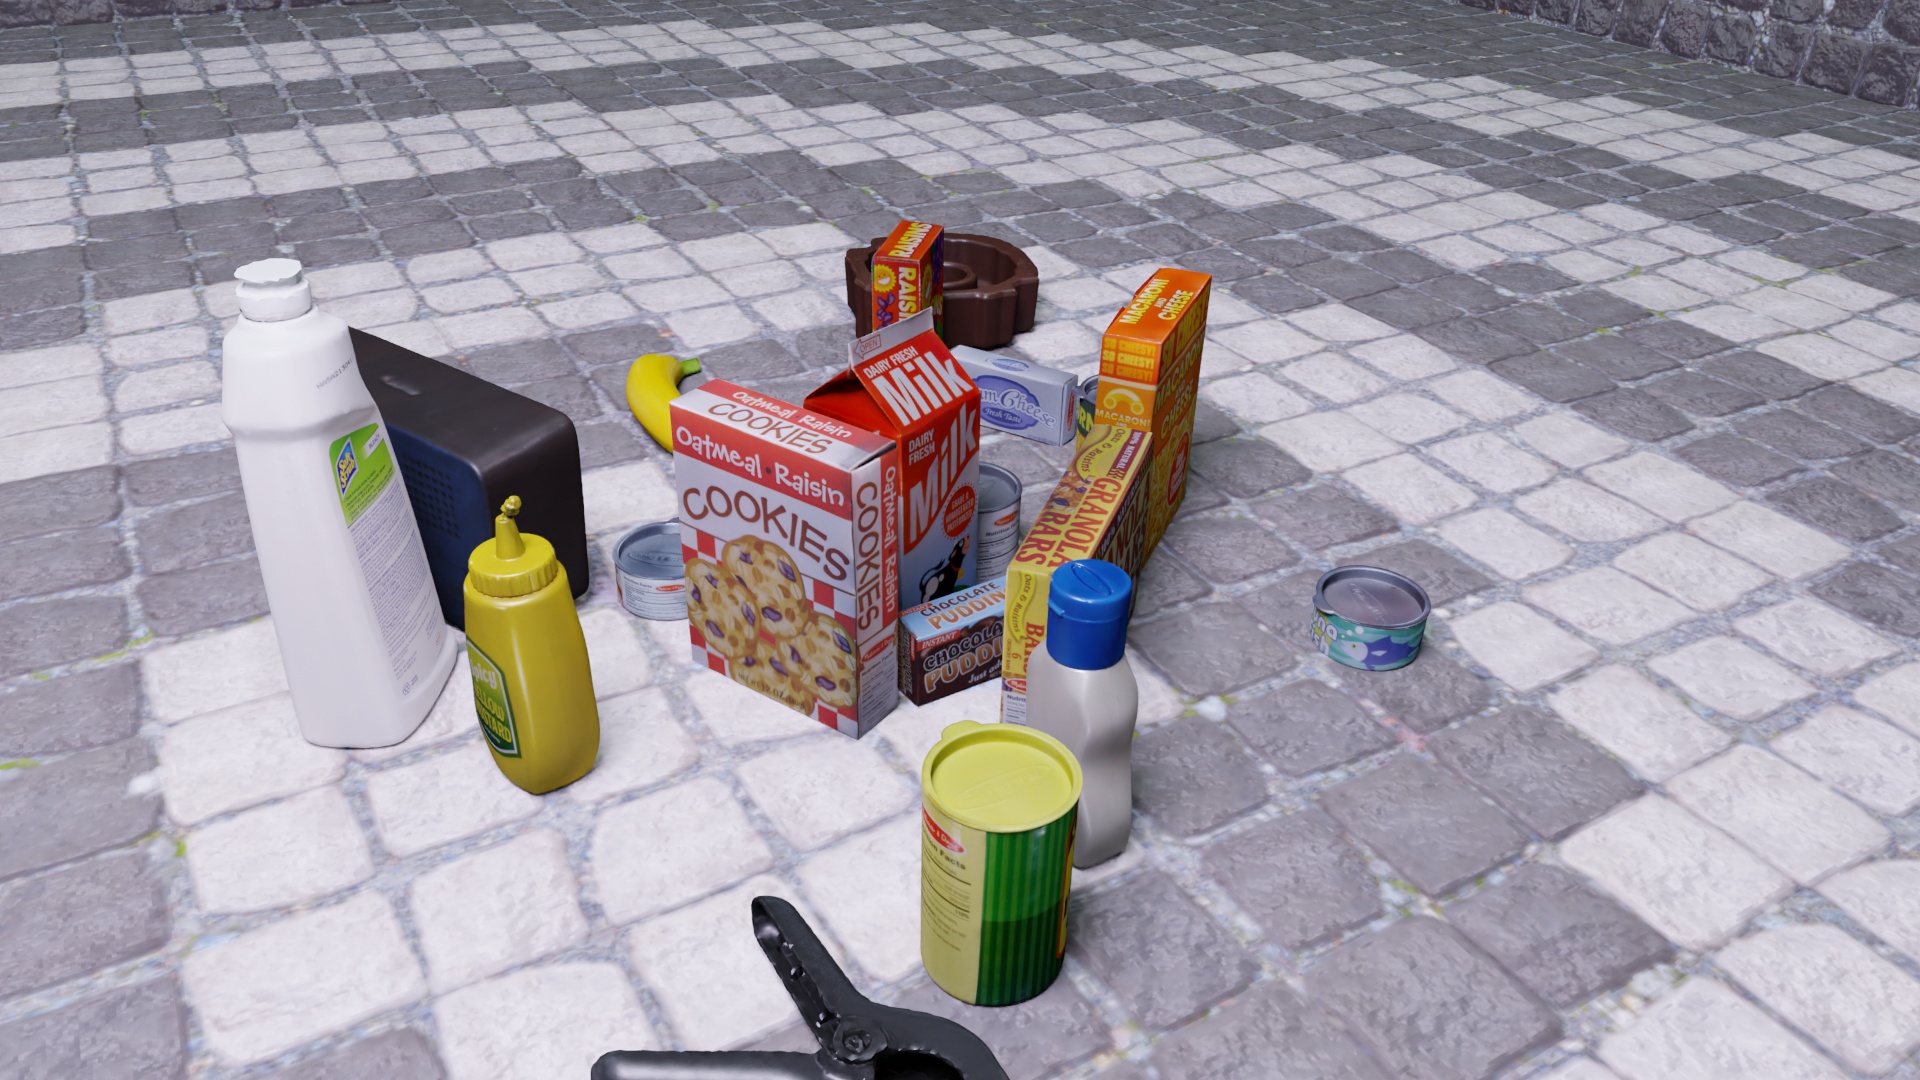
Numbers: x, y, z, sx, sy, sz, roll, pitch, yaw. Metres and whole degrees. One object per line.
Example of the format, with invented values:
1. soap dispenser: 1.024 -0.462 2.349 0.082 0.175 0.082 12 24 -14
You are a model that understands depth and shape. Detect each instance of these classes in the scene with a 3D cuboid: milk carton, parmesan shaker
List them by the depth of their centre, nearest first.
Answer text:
1. parmesan shaker: 0.015 0.138 0.597 0.071 0.102 0.071 1 31 -1
2. milk carton: -0.038 -0.035 0.793 0.073 0.189 0.073 23 37 30

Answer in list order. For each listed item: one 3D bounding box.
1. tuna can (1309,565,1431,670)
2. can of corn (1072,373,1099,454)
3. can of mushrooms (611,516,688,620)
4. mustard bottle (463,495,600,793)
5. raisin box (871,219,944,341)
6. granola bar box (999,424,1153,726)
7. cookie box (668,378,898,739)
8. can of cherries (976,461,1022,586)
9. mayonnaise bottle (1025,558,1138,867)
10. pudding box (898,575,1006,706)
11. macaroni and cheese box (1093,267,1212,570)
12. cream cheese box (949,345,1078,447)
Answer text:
1. tuna can: 0.240 0.046 0.824 0.071 0.032 0.071 1 32 -1
2. can of corn: 0.114 -0.082 1.001 0.071 0.058 0.071 1 31 -1
3. can of mushrooms: -0.177 0.017 0.850 0.071 0.033 0.071 1 32 -1
4. mustard bottle: -0.213 0.048 0.678 0.049 0.159 0.065 -26 41 -37
5. raisin box: -0.040 -0.177 1.086 0.040 0.122 0.086 8 32 10
6. granola bar box: 0.066 0.027 0.759 0.039 0.123 0.166 11 33 16
7. cookie box: -0.092 0.009 0.740 0.123 0.166 0.040 21 36 28
8. can of cherries: 0.003 -0.011 0.880 0.071 0.058 0.072 1 31 -1
9. mayonnaise bottle: 0.057 0.080 0.650 0.041 0.147 0.065 -16 35 -26
10. pudding box: 0.004 0.055 0.782 0.084 0.049 0.030 -17 36 -28
11. macaroni and cheese box: 0.118 -0.075 0.888 0.040 0.165 0.124 13 33 19
12. cream cheese box: 0.037 -0.109 1.047 0.104 0.053 0.024 18 35 25
